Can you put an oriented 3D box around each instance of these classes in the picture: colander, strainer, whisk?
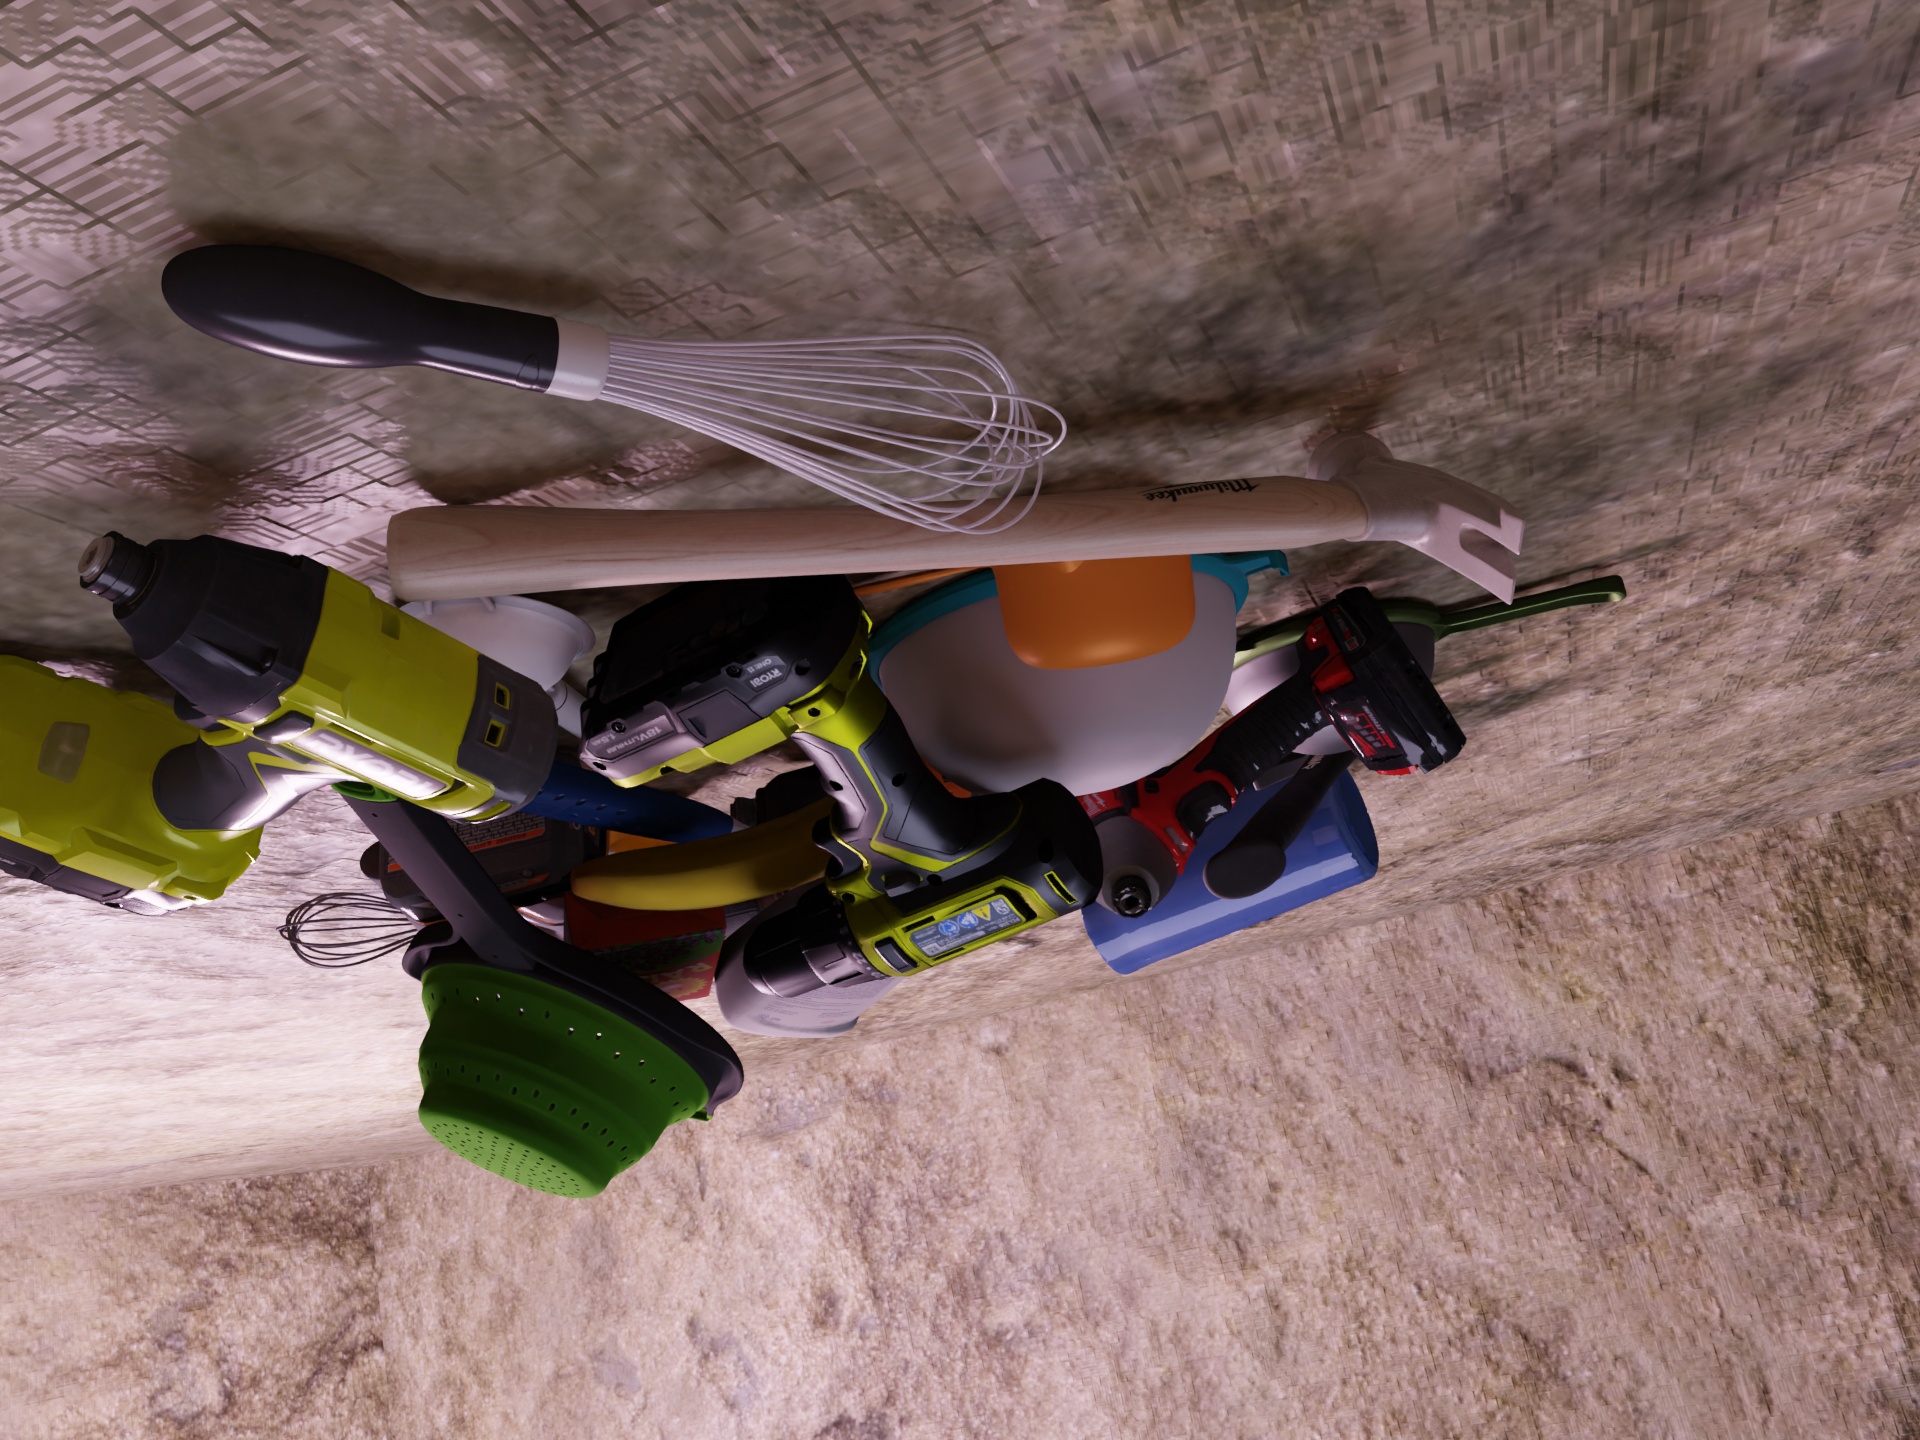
[{"bbox_3d":[-0.247,0.154,0.825,0.204,0.095,0.396,9,146,20],"label":"colander"},{"bbox_3d":[0.283,-0.029,0.980,0.256,0.069,0.151,-14,164,12],"label":"strainer"},{"bbox_3d":[-0.379,0.144,1.155,0.055,0.055,0.238,-24,164,37],"label":"whisk"},{"bbox_3d":[-0.088,-0.105,0.489,0.284,0.070,0.070,5,158,-33],"label":"whisk"},{"bbox_3d":[-0.001,-0.003,0.820,0.340,0.095,0.211,-7,164,-20],"label":"strainer"},{"bbox_3d":[-0.197,-0.013,0.749,0.087,0.050,0.258,-3,168,3],"label":"strainer"}]

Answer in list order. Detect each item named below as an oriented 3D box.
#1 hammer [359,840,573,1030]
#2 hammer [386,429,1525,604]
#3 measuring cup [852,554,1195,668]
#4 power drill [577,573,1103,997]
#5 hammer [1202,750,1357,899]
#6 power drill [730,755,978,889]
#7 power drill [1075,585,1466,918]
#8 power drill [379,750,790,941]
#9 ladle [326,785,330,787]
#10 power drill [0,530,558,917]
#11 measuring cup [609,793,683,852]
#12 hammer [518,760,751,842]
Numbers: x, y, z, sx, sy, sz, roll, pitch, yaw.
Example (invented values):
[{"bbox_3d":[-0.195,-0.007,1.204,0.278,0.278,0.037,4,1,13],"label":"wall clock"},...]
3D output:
[{"bbox_3d":[-0.355,0.176,1.154,0.149,0.036,0.408,-30,157,-15],"label":"hammer"},{"bbox_3d":[0.000,-0.068,0.598,0.410,0.038,0.146,-4,-158,-11],"label":"hammer"},{"bbox_3d":[0.021,-0.048,0.721,0.173,0.052,0.095,-8,-169,19],"label":"measuring cup"},{"bbox_3d":[-0.067,0.040,0.734,0.190,0.080,0.228,-24,127,22],"label":"power drill"},{"bbox_3d":[0.221,0.049,1.049,0.146,0.035,0.335,-19,-175,29],"label":"hammer"},{"bbox_3d":[-0.080,0.085,1.096,0.164,0.084,0.226,-2,159,-12],"label":"power drill"},{"bbox_3d":[0.158,0.028,0.885,0.219,0.078,0.143,-34,-165,15],"label":"power drill"},{"bbox_3d":[-0.220,0.098,0.969,0.185,0.084,0.226,-14,153,9],"label":"power drill"},{"bbox_3d":[-0.386,0.037,0.808,0.315,0.031,0.069,-6,155,-12],"label":"ladle"},{"bbox_3d":[-0.290,0.002,0.604,0.223,0.080,0.171,-18,146,32],"label":"power drill"},{"bbox_3d":[-0.218,0.080,1.077,0.062,0.029,0.156,-5,165,-22],"label":"measuring cup"},{"bbox_3d":[-0.133,0.067,0.900,0.144,0.035,0.405,-26,150,33],"label":"hammer"}]
